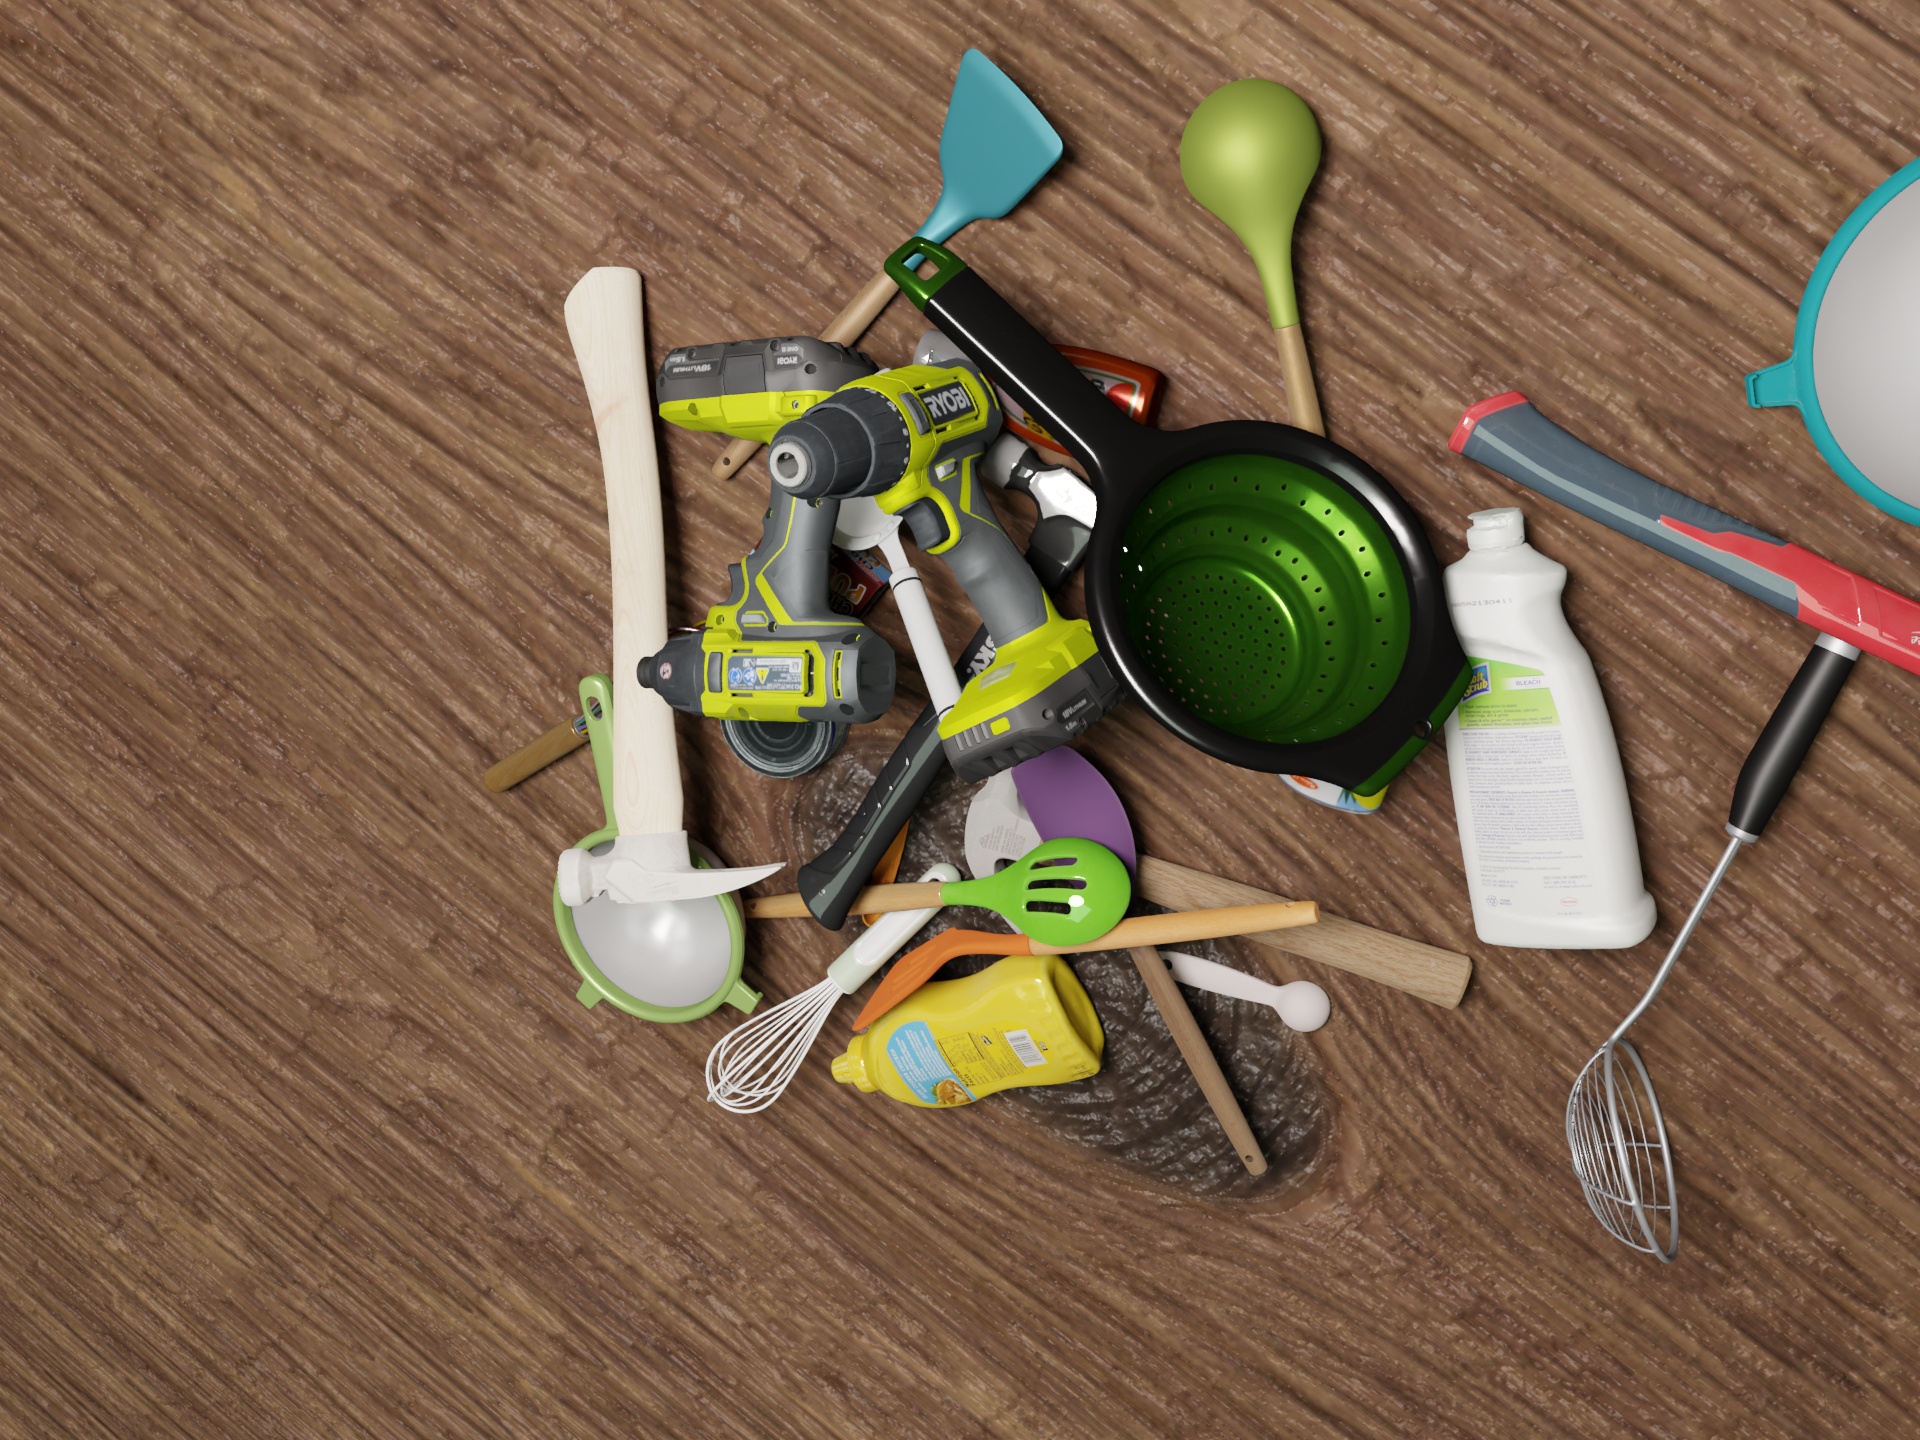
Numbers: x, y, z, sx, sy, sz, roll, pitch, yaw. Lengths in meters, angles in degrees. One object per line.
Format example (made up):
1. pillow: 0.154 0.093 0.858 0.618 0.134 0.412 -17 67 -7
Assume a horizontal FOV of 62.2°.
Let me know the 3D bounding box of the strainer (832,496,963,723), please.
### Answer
1. strainer: -0.036 -0.091 0.981 0.087 0.050 0.259 -34 63 30

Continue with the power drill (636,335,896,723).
1. power drill: -0.124 -0.111 0.968 0.171 0.080 0.223 2 91 27

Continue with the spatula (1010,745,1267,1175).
1. spatula: 0.124 0.157 1.020 0.060 0.018 0.316 -24 99 23

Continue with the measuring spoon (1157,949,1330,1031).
1. measuring spoon: 0.180 0.176 1.041 0.124 0.018 0.034 16 110 15

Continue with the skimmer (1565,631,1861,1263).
1. skimmer: 0.443 0.130 0.900 0.090 0.127 0.363 29 105 28

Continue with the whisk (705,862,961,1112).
1. whisk: -0.089 0.185 1.104 0.246 0.059 0.058 -45 77 11

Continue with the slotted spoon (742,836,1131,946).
1. slotted spoon: -0.030 0.118 1.053 0.314 0.031 0.070 -8 64 36

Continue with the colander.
1. colander: 0.101 -0.115 0.903 0.397 0.094 0.204 44 70 4

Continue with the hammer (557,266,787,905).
1. hammer: -0.200 -0.088 1.036 0.146 0.038 0.410 -4 91 1

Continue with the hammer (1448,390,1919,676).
1. hammer: 0.437 -0.062 0.850 0.386 0.038 0.143 29 84 12

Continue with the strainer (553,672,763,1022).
1. strainer: -0.217 0.084 1.119 0.151 0.069 0.256 -3 106 23

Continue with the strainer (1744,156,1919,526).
1. strainer: 0.560 -0.236 0.749 0.211 0.095 0.340 34 115 7

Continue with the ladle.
1. ladle: 0.194 -0.204 0.919 0.078 0.062 0.320 -12 109 15

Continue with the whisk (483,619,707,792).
1. whisk: -0.252 -0.007 1.127 0.245 0.051 0.047 -28 75 28

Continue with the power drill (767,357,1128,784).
1. power drill: -0.006 -0.087 0.884 0.080 0.190 0.228 -25 95 33

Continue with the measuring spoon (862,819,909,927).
1. measuring spoon: -0.050 0.090 1.100 0.021 0.011 0.117 11 106 -2

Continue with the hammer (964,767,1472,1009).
1. hammer: 0.159 0.117 1.024 0.331 0.031 0.130 18 110 13

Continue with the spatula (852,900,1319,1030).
1. spatula: 0.071 0.146 1.003 0.322 0.081 0.041 -11 113 28

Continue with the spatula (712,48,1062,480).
1. spatula: -0.061 -0.260 0.981 0.082 0.044 0.317 49 116 5

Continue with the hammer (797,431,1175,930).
1. hammer: -0.002 -0.003 1.010 0.146 0.035 0.334 36 105 11
